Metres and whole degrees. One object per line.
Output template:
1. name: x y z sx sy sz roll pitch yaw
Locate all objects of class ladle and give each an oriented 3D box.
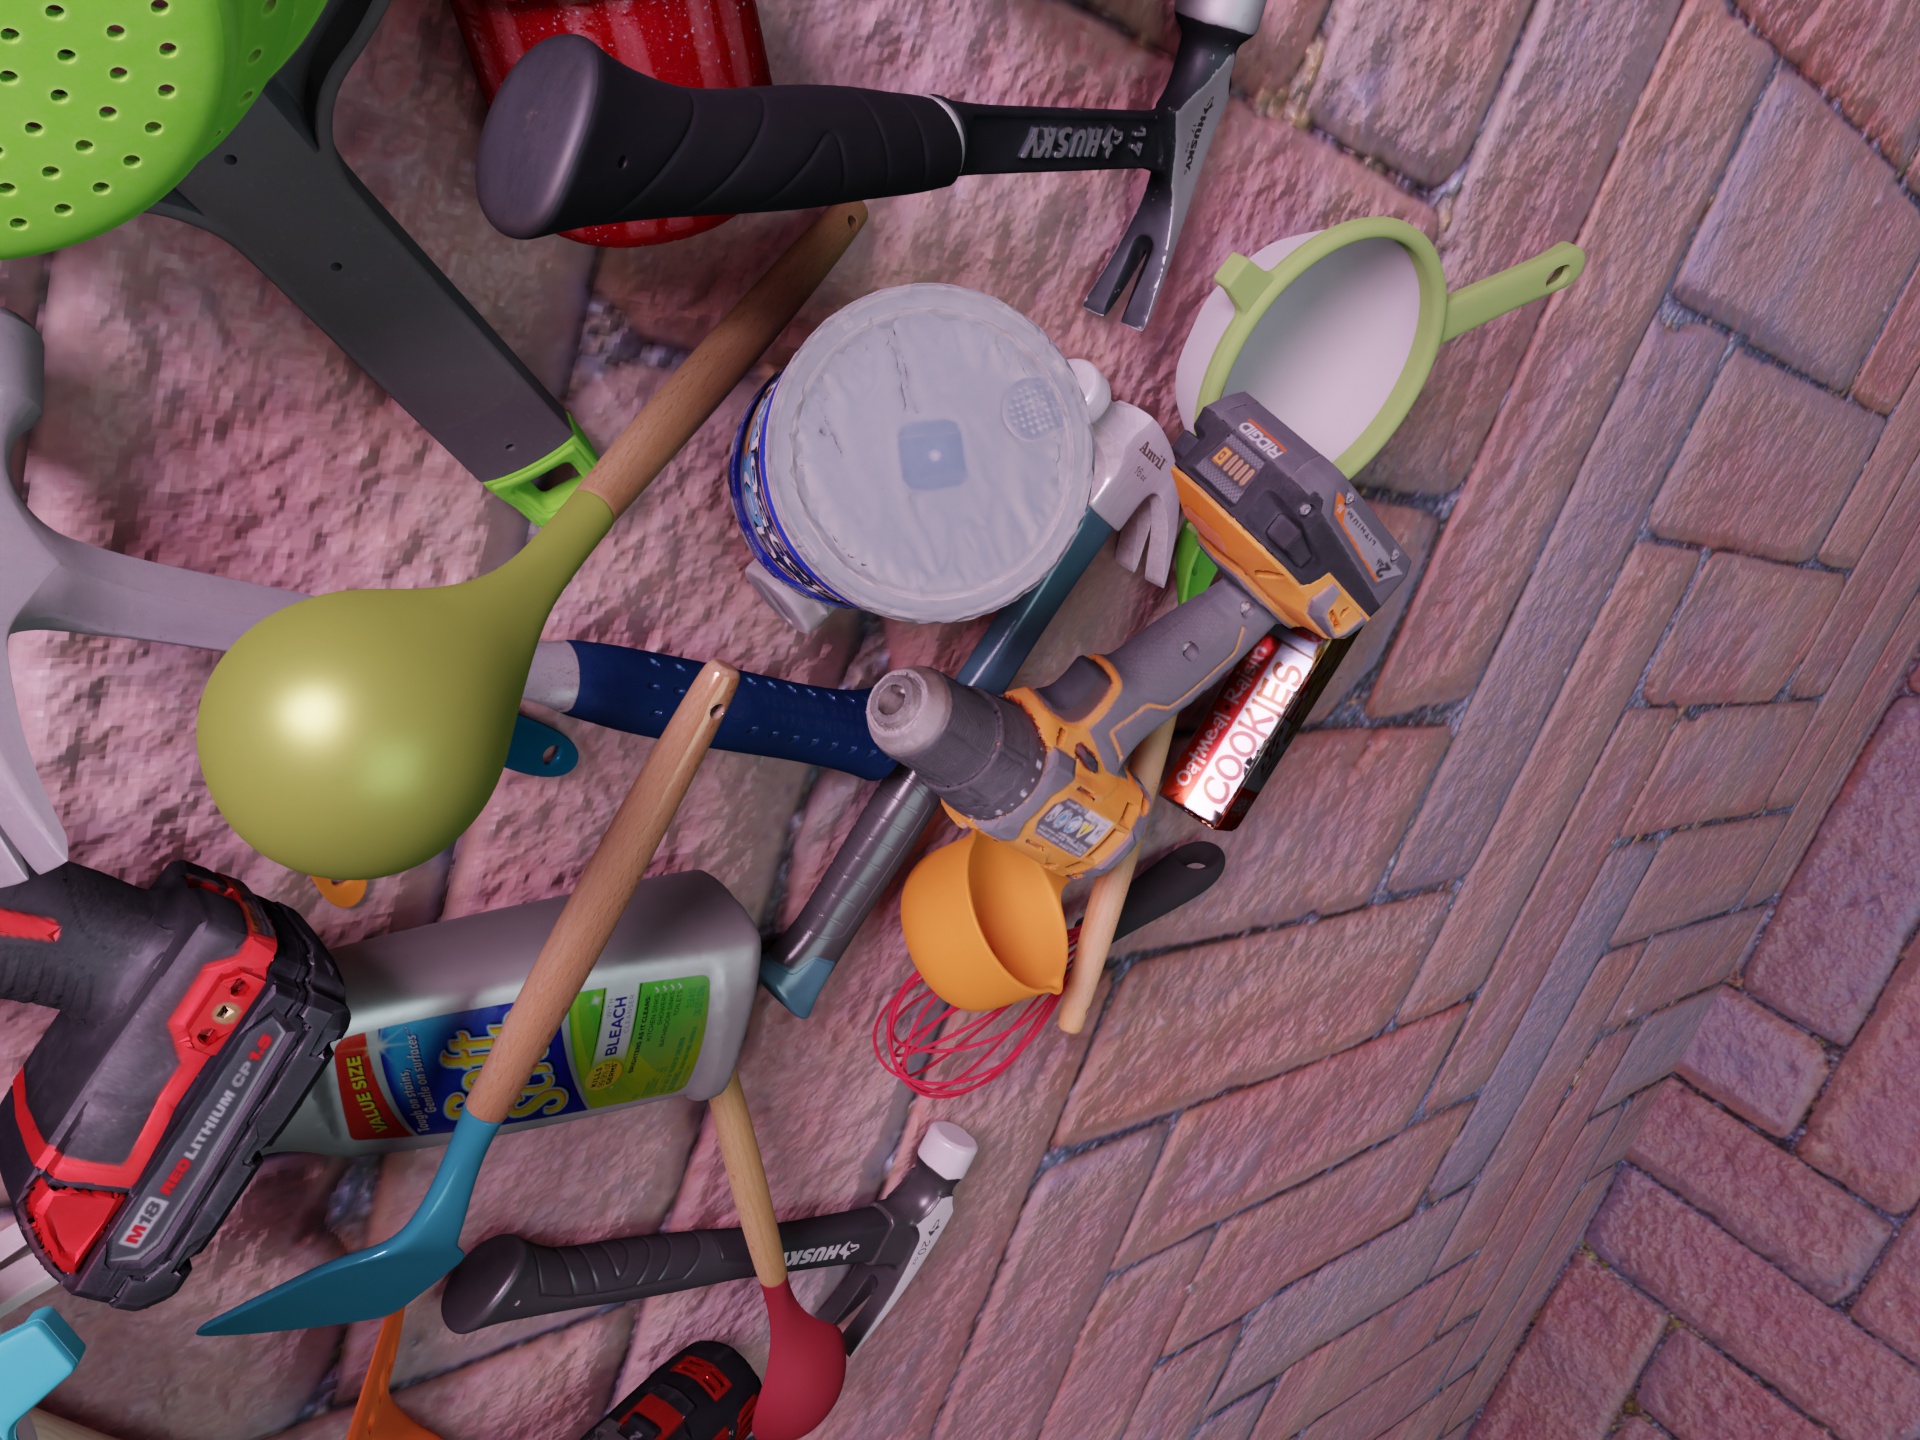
1. ladle: -0.099 0.261 0.803 0.069 0.031 0.315 -36 130 -38
2. ladle: -0.109 -0.080 0.493 0.078 0.062 0.320 61 41 -33

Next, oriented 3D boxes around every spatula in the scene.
1. spatula: -0.163 0.110 0.564 0.082 0.044 0.317 18 107 -49
2. spatula: -0.237 0.362 0.765 0.322 0.041 0.081 79 13 -48

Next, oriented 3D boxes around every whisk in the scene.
1. whisk: 0.062 0.132 0.913 0.296 0.073 0.073 -26 135 -41

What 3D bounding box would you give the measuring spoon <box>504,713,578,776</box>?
1. measuring spoon: -0.183 -0.002 0.574 0.042 0.021 0.128 -60 153 -2

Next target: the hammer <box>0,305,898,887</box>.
1. hammer: -0.145 -0.011 0.547 0.405 0.035 0.144 12 66 -57

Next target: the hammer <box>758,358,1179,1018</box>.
1. hammer: -0.001 -0.002 0.757 0.331 0.033 0.128 -57 142 3

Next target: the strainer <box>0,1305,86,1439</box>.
1. strainer: -0.370 0.292 0.466 0.211 0.095 0.340 11 99 -11

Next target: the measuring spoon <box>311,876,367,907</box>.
1. measuring spoon: -0.225 0.023 0.549 0.021 0.011 0.116 -30 140 -30

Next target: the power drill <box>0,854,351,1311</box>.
1. power drill: -0.295 0.073 0.423 0.219 0.079 0.143 37 82 -39

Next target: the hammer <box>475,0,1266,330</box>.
1. hammer: -0.001 -0.186 0.524 0.409 0.036 0.149 -32 143 -54

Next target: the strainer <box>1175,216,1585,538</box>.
1. strainer: 0.197 -0.199 0.780 0.256 0.069 0.151 -26 139 -23

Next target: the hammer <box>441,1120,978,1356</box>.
1. hammer: -0.125 0.287 0.841 0.334 0.035 0.146 15 105 -52

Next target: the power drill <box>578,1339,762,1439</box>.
1. power drill: -0.189 0.462 0.843 0.188 0.080 0.226 -29 136 -54

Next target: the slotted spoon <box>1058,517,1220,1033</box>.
1. slotted spoon: 0.100 0.017 0.841 0.070 0.031 0.314 -2 108 -71

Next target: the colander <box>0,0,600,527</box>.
1. colander: -0.177 -0.125 0.369 0.204 0.095 0.396 -26 152 5

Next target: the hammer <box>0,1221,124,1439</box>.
1. hammer: -0.303 0.333 0.678 0.146 0.038 0.410 -46 143 -15

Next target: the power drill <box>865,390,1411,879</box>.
1. power drill: 0.074 -0.035 0.706 0.226 0.084 0.185 -46 142 10

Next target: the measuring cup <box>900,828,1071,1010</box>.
1. measuring cup: 0.026 0.093 0.843 0.052 0.095 0.173 -25 -177 27
